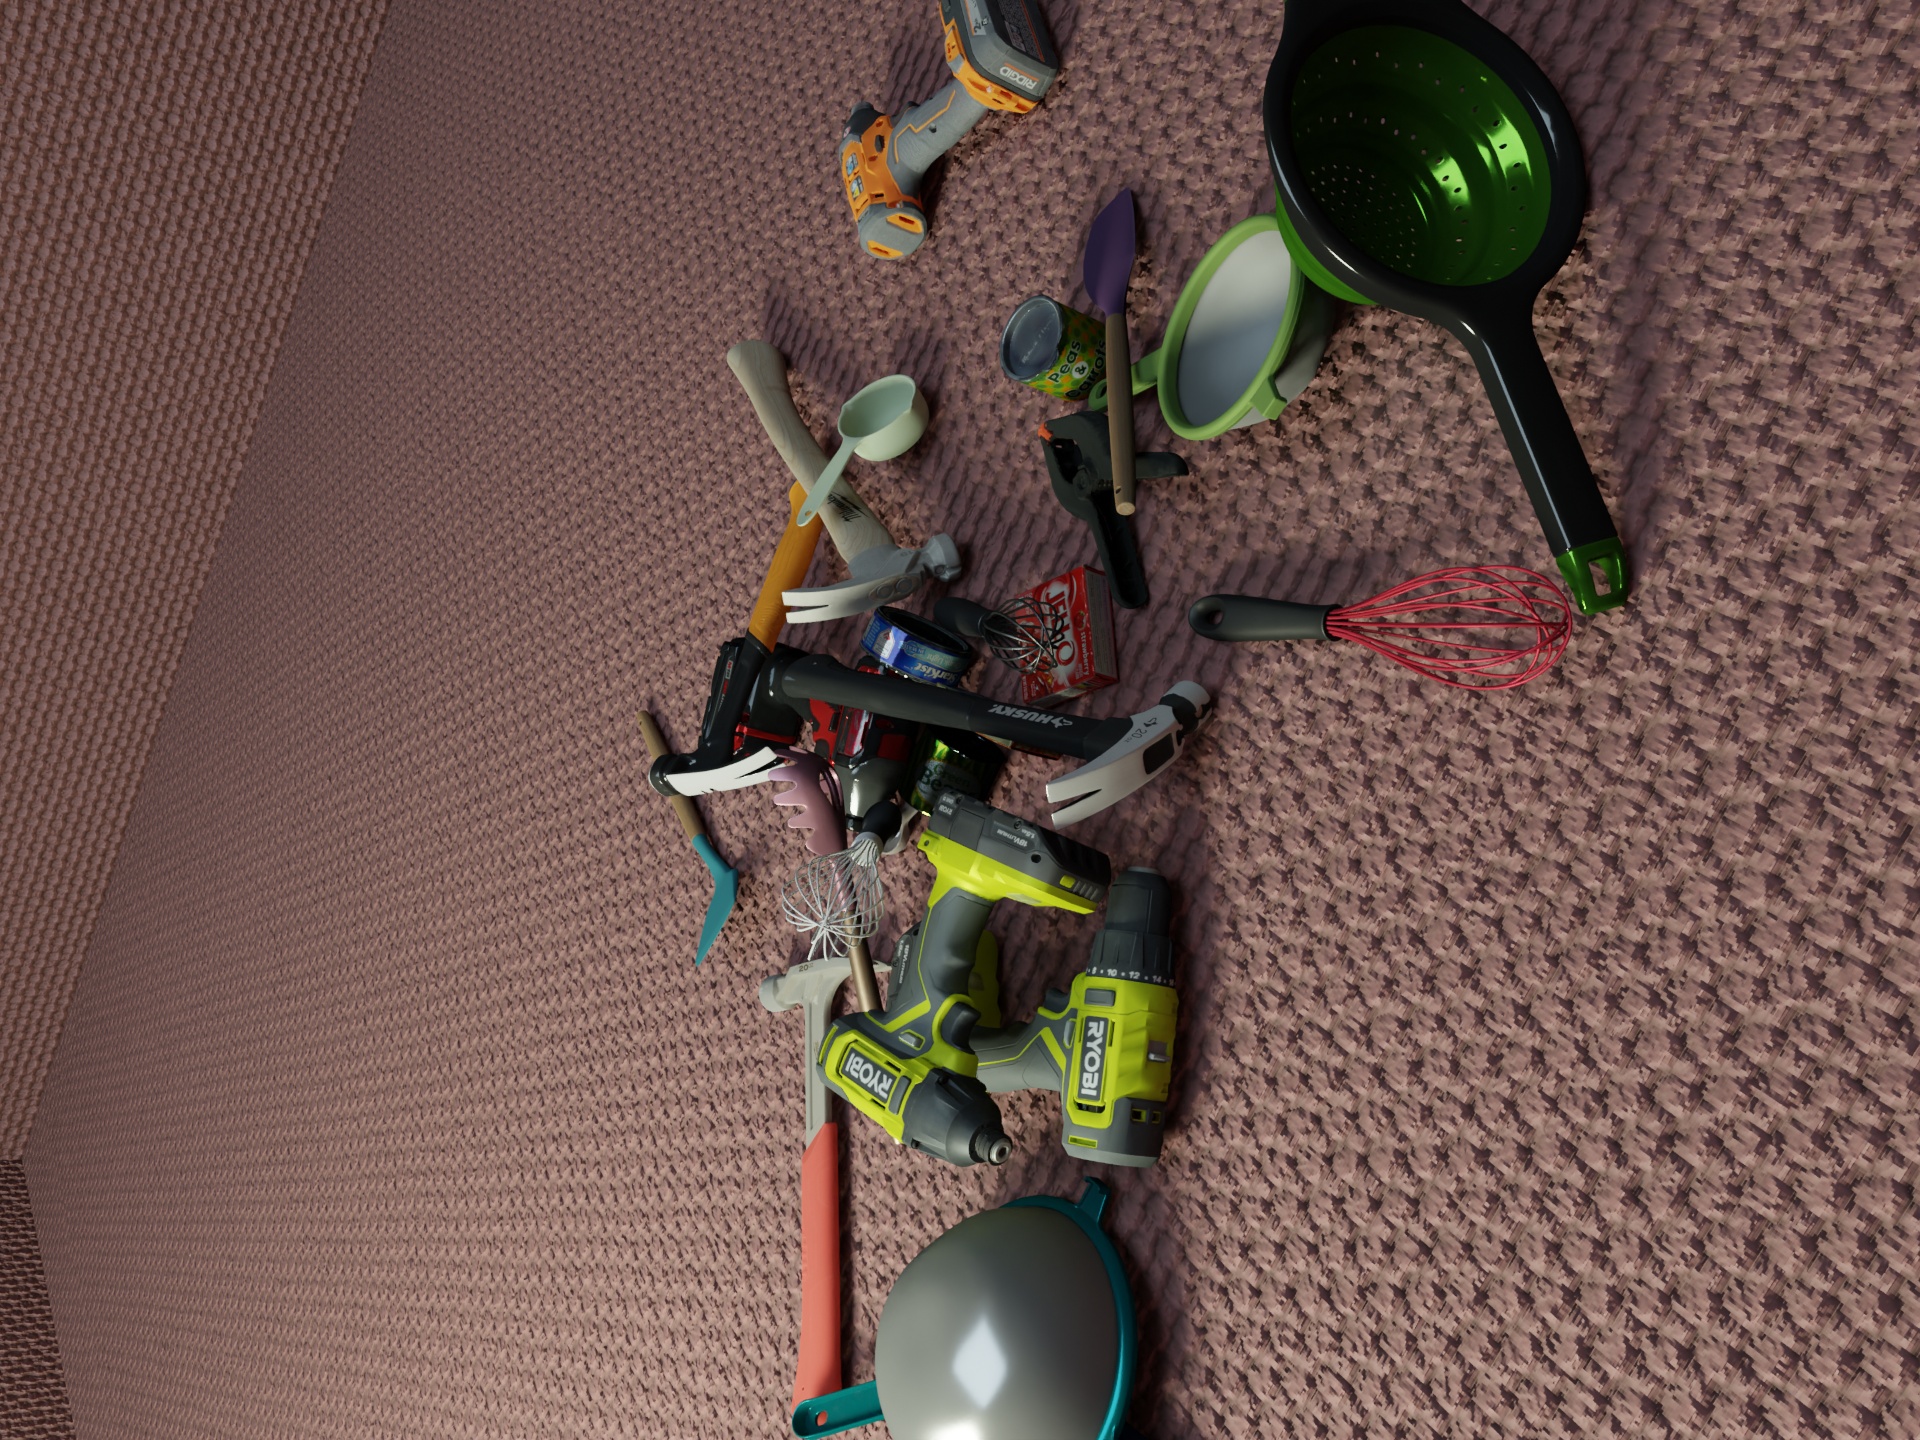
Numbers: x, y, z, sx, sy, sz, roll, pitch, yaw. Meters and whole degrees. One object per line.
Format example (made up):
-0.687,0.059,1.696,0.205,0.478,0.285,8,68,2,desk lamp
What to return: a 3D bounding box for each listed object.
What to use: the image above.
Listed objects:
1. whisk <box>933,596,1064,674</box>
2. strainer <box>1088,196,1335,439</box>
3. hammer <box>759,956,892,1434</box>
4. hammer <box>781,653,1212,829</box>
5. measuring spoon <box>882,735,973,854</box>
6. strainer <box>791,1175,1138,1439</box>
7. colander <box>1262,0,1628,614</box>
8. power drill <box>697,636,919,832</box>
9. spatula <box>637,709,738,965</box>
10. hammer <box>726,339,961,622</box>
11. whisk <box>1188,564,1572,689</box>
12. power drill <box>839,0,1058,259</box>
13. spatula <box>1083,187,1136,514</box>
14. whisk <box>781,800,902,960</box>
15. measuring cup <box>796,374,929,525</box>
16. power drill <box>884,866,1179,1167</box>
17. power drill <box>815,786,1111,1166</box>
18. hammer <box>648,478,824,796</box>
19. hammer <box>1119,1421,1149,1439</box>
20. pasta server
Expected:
0.020,-0.072,1.179,0.239,0.055,0.055,-154,79,-69,whisk
0.176,-0.244,1.090,0.256,0.069,0.151,-10,67,65,strainer
-0.106,0.371,1.263,0.149,0.036,0.359,-19,66,44,hammer
-0.002,-0.004,1.123,0.335,0.146,0.035,12,128,38,hammer
-0.025,0.060,1.269,0.124,0.018,0.034,-50,41,19,measuring spoon
-0.033,0.439,1.081,0.340,0.095,0.211,-34,43,36,strainer
0.280,-0.238,0.925,0.094,0.204,0.397,138,115,-69,colander
-0.124,0.007,1.346,0.220,0.078,0.143,14,91,46,power drill
-0.263,0.092,1.502,0.082,0.044,0.318,-58,44,26,spatula
-0.143,-0.226,1.397,0.411,0.146,0.038,-122,19,-44,hammer
0.243,-0.059,0.966,0.296,0.073,0.073,8,87,55,whisk
-0.026,-0.529,1.363,0.226,0.084,0.164,-40,53,40,power drill
0.111,-0.268,1.141,0.059,0.018,0.316,-38,40,41,spatula
-0.072,0.100,1.138,0.285,0.070,0.070,-63,-3,-76,whisk
-0.084,-0.218,1.333,0.083,0.038,0.168,11,62,42,measuring cup
0.053,0.196,1.099,0.228,0.080,0.191,-4,73,45,power drill
0.006,0.171,1.049,0.171,0.080,0.223,20,86,49,power drill
-0.157,-0.085,1.340,0.127,0.034,0.337,-9,49,32,hammer
0.201,0.501,0.887,0.406,0.035,0.144,17,94,49,hammer
-0.086,0.172,1.220,0.040,0.060,0.316,-11,93,27,pasta server
